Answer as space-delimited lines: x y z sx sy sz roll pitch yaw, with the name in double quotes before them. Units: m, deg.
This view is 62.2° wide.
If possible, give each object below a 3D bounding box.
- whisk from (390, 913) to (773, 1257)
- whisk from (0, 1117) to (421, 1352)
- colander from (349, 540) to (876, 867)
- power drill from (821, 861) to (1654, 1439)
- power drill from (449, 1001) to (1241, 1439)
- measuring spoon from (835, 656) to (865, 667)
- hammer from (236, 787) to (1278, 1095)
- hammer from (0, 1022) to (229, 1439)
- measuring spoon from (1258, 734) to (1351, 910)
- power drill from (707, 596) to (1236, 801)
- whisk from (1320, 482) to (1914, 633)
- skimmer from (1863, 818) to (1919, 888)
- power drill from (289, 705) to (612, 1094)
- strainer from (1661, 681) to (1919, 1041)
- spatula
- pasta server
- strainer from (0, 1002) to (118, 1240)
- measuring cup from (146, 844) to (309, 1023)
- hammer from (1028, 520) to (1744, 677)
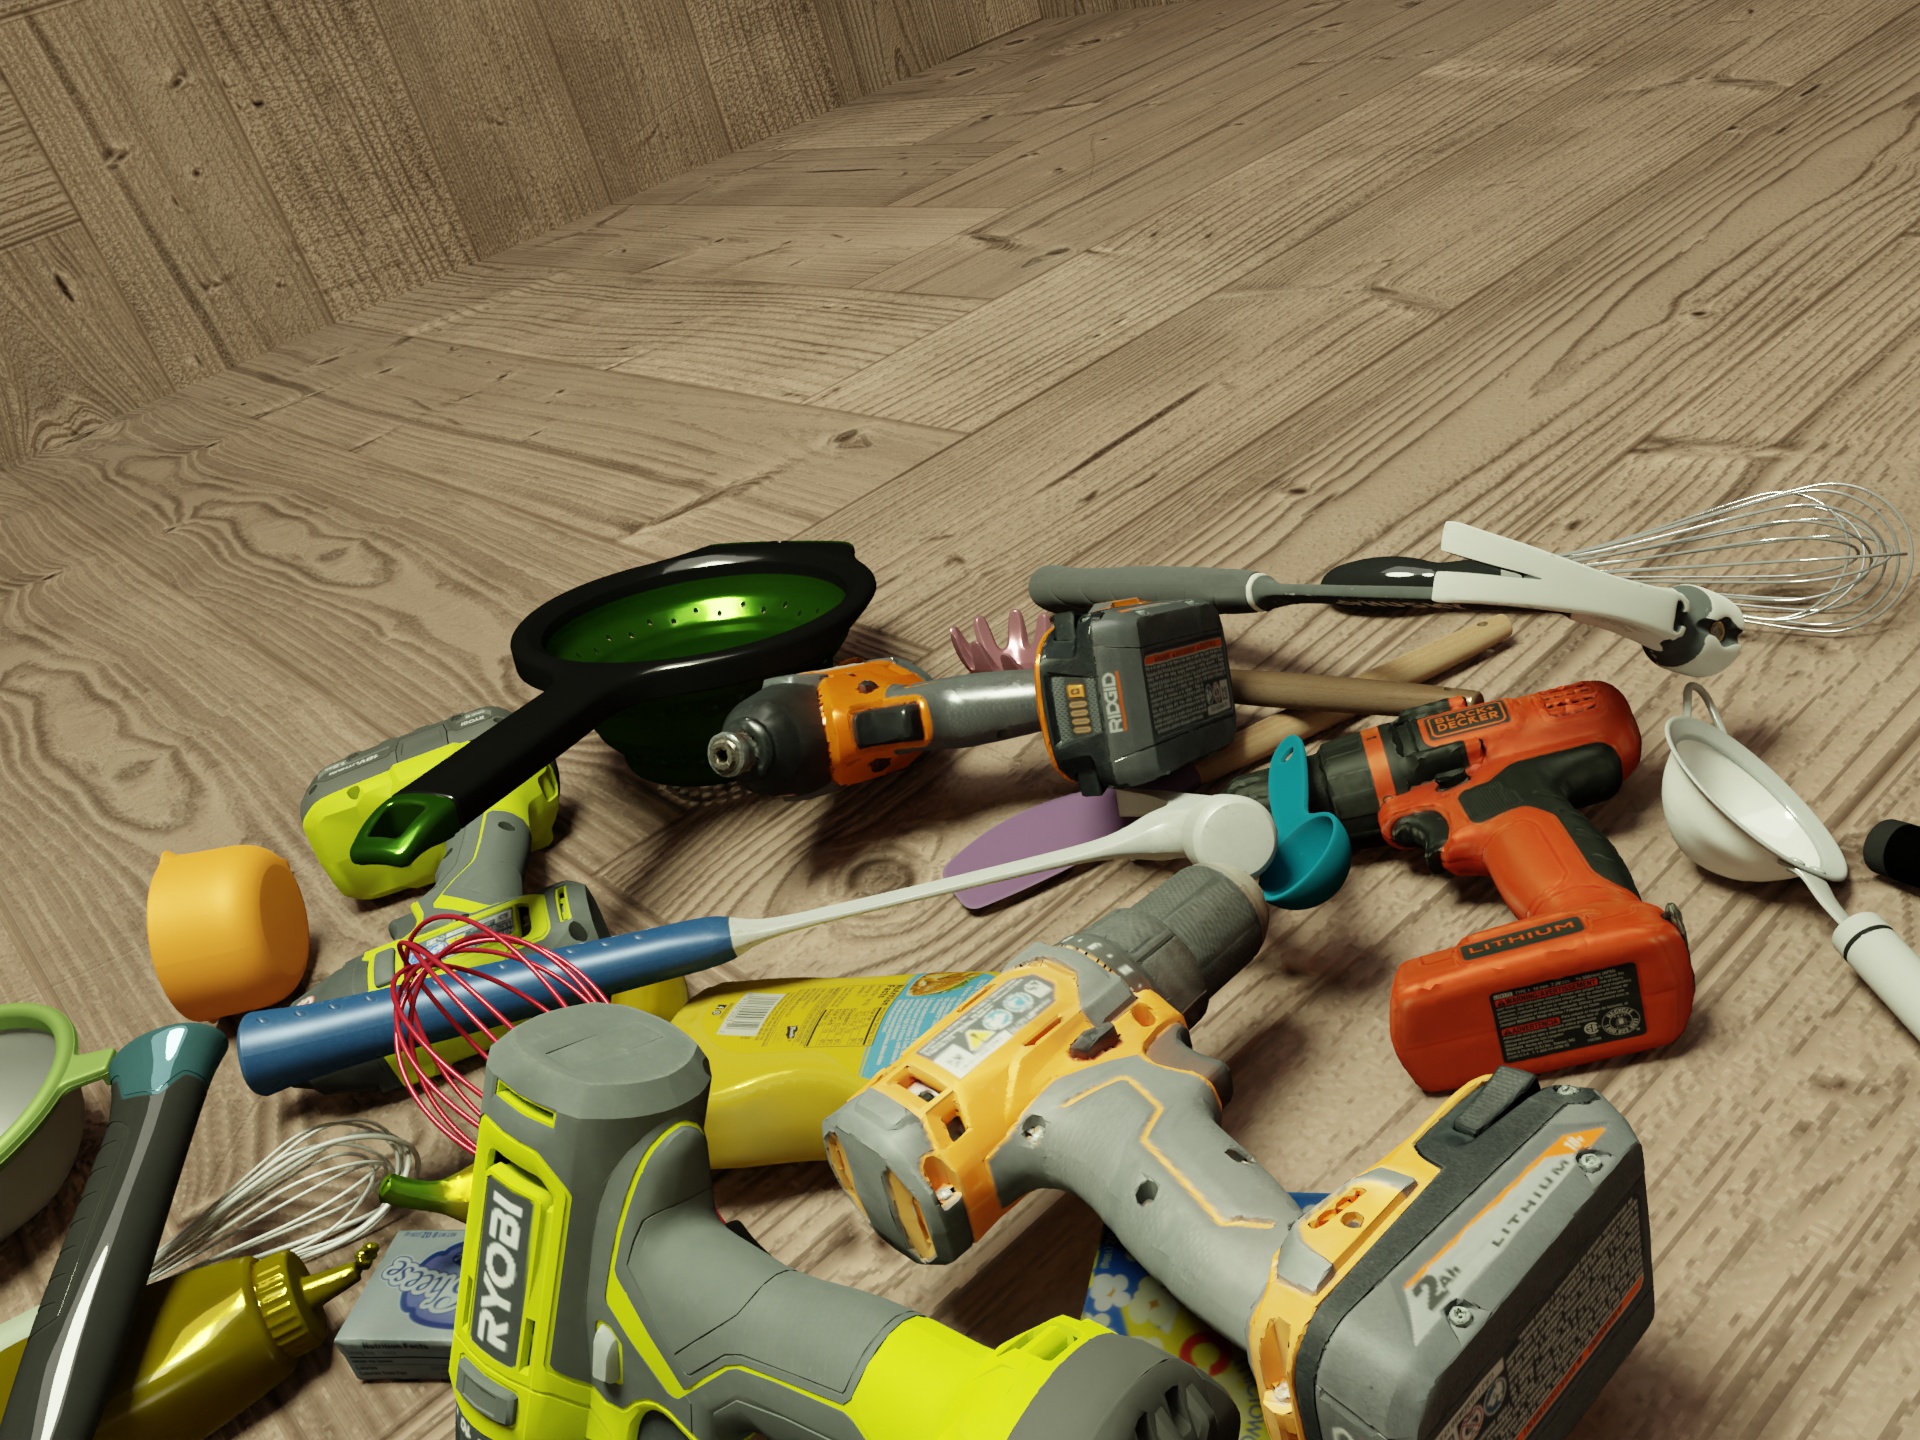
"whisk" -0.095 0.163 0.529 0.296 0.073 0.073 37 55 24
"whisk" -0.335 0.232 0.644 0.246 0.059 0.058 -27 47 -6
"colander" -0.170 0.008 0.833 0.204 0.094 0.397 1 24 21
"power drill" 0.091 0.123 0.489 0.185 0.084 0.226 -33 31 -31
"power drill" -0.054 0.204 0.435 0.229 0.190 0.080 18 15 32
"measuring spoon" -0.032 -0.017 0.936 0.117 0.011 0.021 20 45 42
"hammer" -0.082 0.087 0.656 0.405 0.035 0.144 -13 1 -6
"hammer" -0.312 0.248 0.535 0.128 0.033 0.331 -8 46 4
"measuring spoon" 0.141 0.040 0.647 0.042 0.021 0.129 -47 10 23
"power drill" -0.001 -0.002 0.759 0.226 0.084 0.164 -7 4 30
"whisk" 0.317 -0.074 0.805 0.285 0.070 0.070 -1 33 36
"skimmer" 0.425 0.114 0.454 0.127 0.090 0.363 -22 20 -16
"power drill" -0.273 0.092 0.814 0.171 0.080 0.223 -21 33 -7
"strainer" 0.315 0.074 0.568 0.086 0.050 0.259 21 27 -23
"spatula" 0.136 0.014 0.783 0.316 0.018 0.060 -24 29 -10
"pasta server" 0.117 -0.026 0.816 0.316 0.040 0.060 7 22 44
"strainer" -0.504 0.198 0.762 0.256 0.069 0.151 10 42 40
"measuring cup" -0.377 0.100 0.867 0.052 0.095 0.174 -11 12 0
"hammer" 0.156 -0.062 0.786 0.149 0.036 0.409 11 -1 -31
